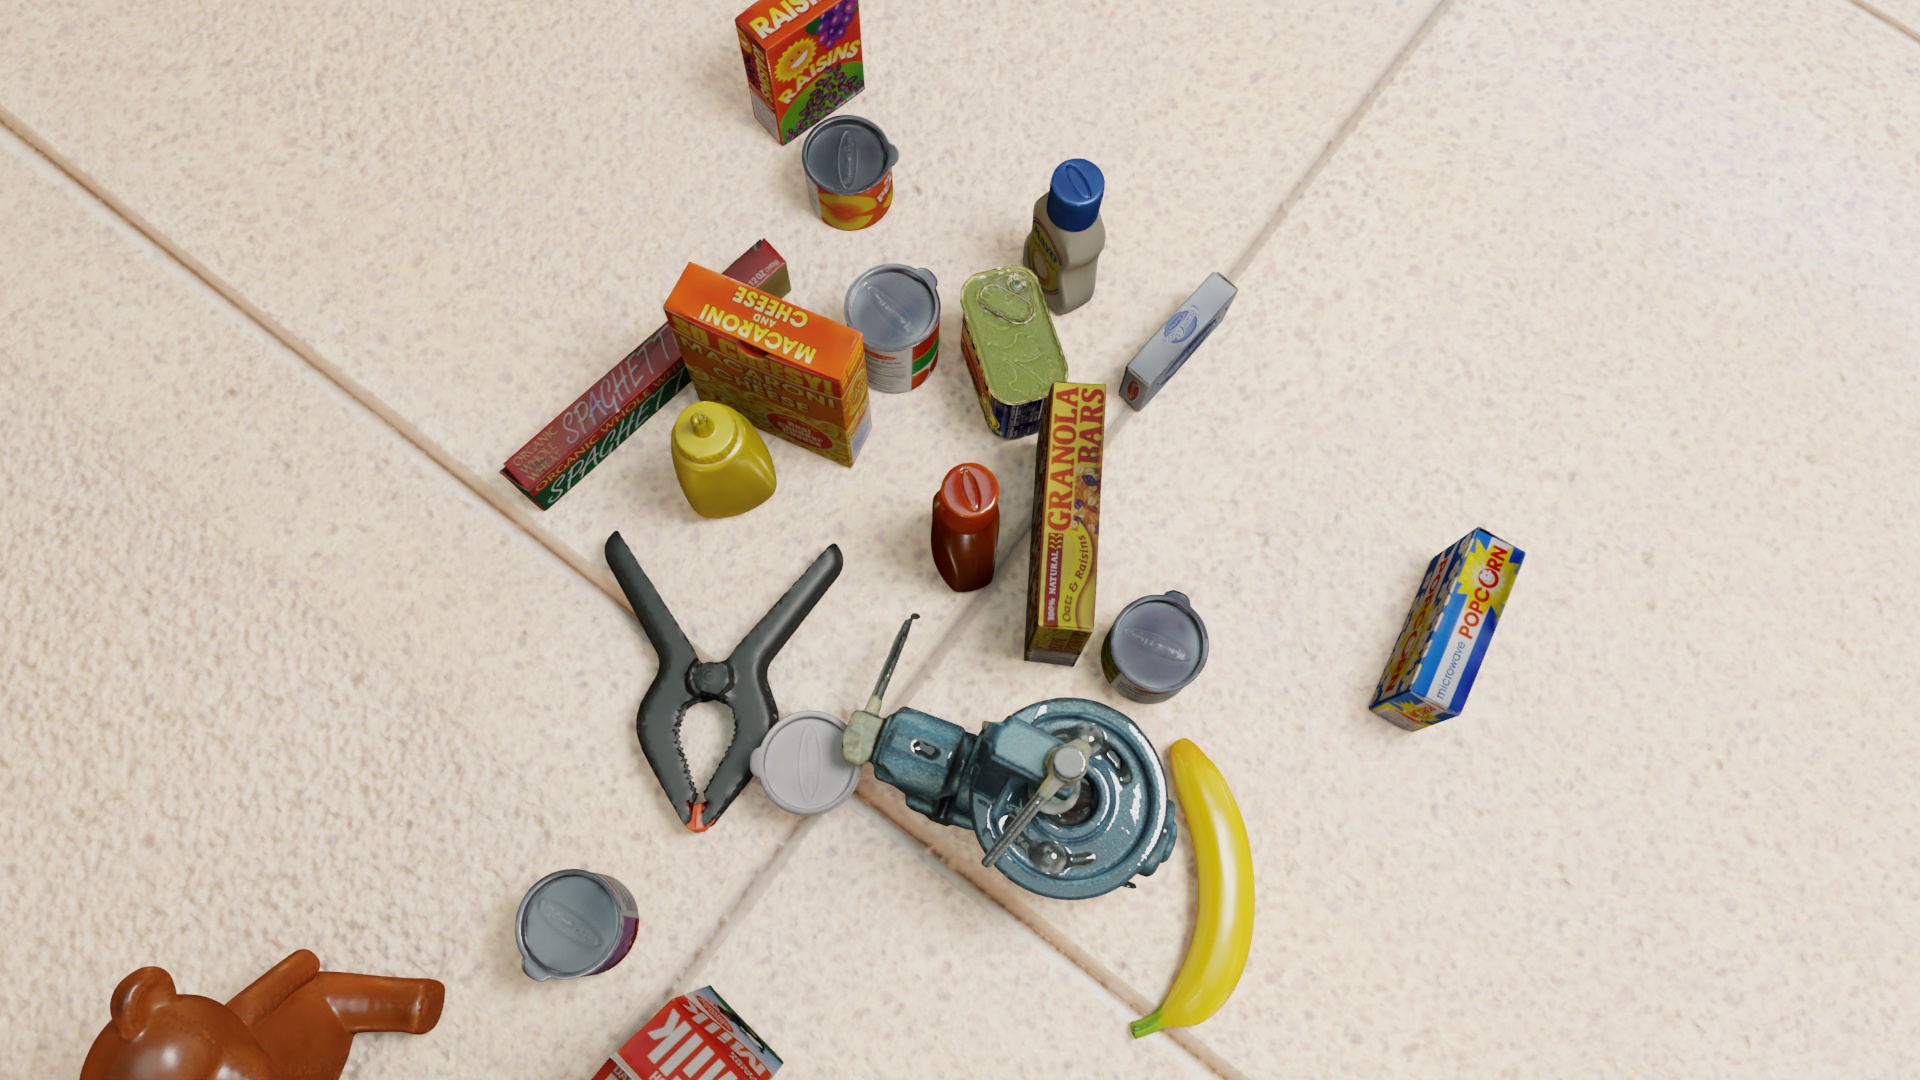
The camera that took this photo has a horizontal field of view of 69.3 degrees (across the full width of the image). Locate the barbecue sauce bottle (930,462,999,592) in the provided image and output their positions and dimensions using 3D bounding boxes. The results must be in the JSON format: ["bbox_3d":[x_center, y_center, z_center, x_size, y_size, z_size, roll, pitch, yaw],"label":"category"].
[{"bbox_3d":[0.003,-0.012,0.921,0.044,0.148,0.065,-14,75,-5],"label":"barbecue sauce bottle"}]

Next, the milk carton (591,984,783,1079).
[{"bbox_3d":[-0.159,0.313,0.801,0.072,0.190,0.073,43,78,10],"label":"milk carton"}]

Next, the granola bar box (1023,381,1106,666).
[{"bbox_3d":[0.069,-0.008,0.935,0.039,0.124,0.166,5,74,0],"label":"granola bar box"}]

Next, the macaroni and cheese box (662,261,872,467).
[{"bbox_3d":[-0.125,-0.113,0.937,0.124,0.166,0.040,23,75,5],"label":"macaroni and cheese box"}]

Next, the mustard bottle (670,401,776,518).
[{"bbox_3d":[-0.161,-0.058,0.924,0.065,0.159,0.049,-20,76,-7],"label":"mustard bottle"}]

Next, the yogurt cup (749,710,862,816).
[{"bbox_3d":[-0.098,0.150,0.921,0.072,0.053,0.072,0,74,-2],"label":"yogurt cup"}]

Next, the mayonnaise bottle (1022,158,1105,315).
[{"bbox_3d":[0.075,-0.217,0.983,0.041,0.147,0.065,-28,77,-9],"label":"mayonnaise bottle"}]

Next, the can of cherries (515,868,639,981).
[{"bbox_3d":[-0.245,0.247,0.886,0.071,0.058,0.071,0,74,-2],"label":"can of cherries"}]

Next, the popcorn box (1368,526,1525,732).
[{"bbox_3d":[0.329,0.063,0.943,0.038,0.085,0.127,26,75,6],"label":"popcorn box"}]

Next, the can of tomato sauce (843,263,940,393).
[{"bbox_3d":[-0.047,-0.152,0.994,0.071,0.083,0.071,0,74,-2],"label":"can of tomato sauce"}]

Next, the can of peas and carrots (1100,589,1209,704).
[{"bbox_3d":[0.132,0.073,0.948,0.071,0.058,0.071,0,74,-2],"label":"can of peas and carrots"}]

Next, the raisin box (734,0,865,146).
[{"bbox_3d":[-0.116,-0.361,1.031,0.086,0.123,0.040,-38,79,-11],"label":"raisin box"}]

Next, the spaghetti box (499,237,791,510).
[{"bbox_3d":[-0.221,-0.119,0.996,0.029,0.050,0.250,43,77,10],"label":"spaghetti box"}]

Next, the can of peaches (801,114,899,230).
[{"bbox_3d":[-0.081,-0.274,1.041,0.071,0.058,0.071,0,74,-2],"label":"can of peaches"}]

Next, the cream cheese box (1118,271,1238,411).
[{"bbox_3d":[0.157,-0.145,1.014,0.024,0.053,0.104,41,77,9],"label":"cream cheese box"}]
